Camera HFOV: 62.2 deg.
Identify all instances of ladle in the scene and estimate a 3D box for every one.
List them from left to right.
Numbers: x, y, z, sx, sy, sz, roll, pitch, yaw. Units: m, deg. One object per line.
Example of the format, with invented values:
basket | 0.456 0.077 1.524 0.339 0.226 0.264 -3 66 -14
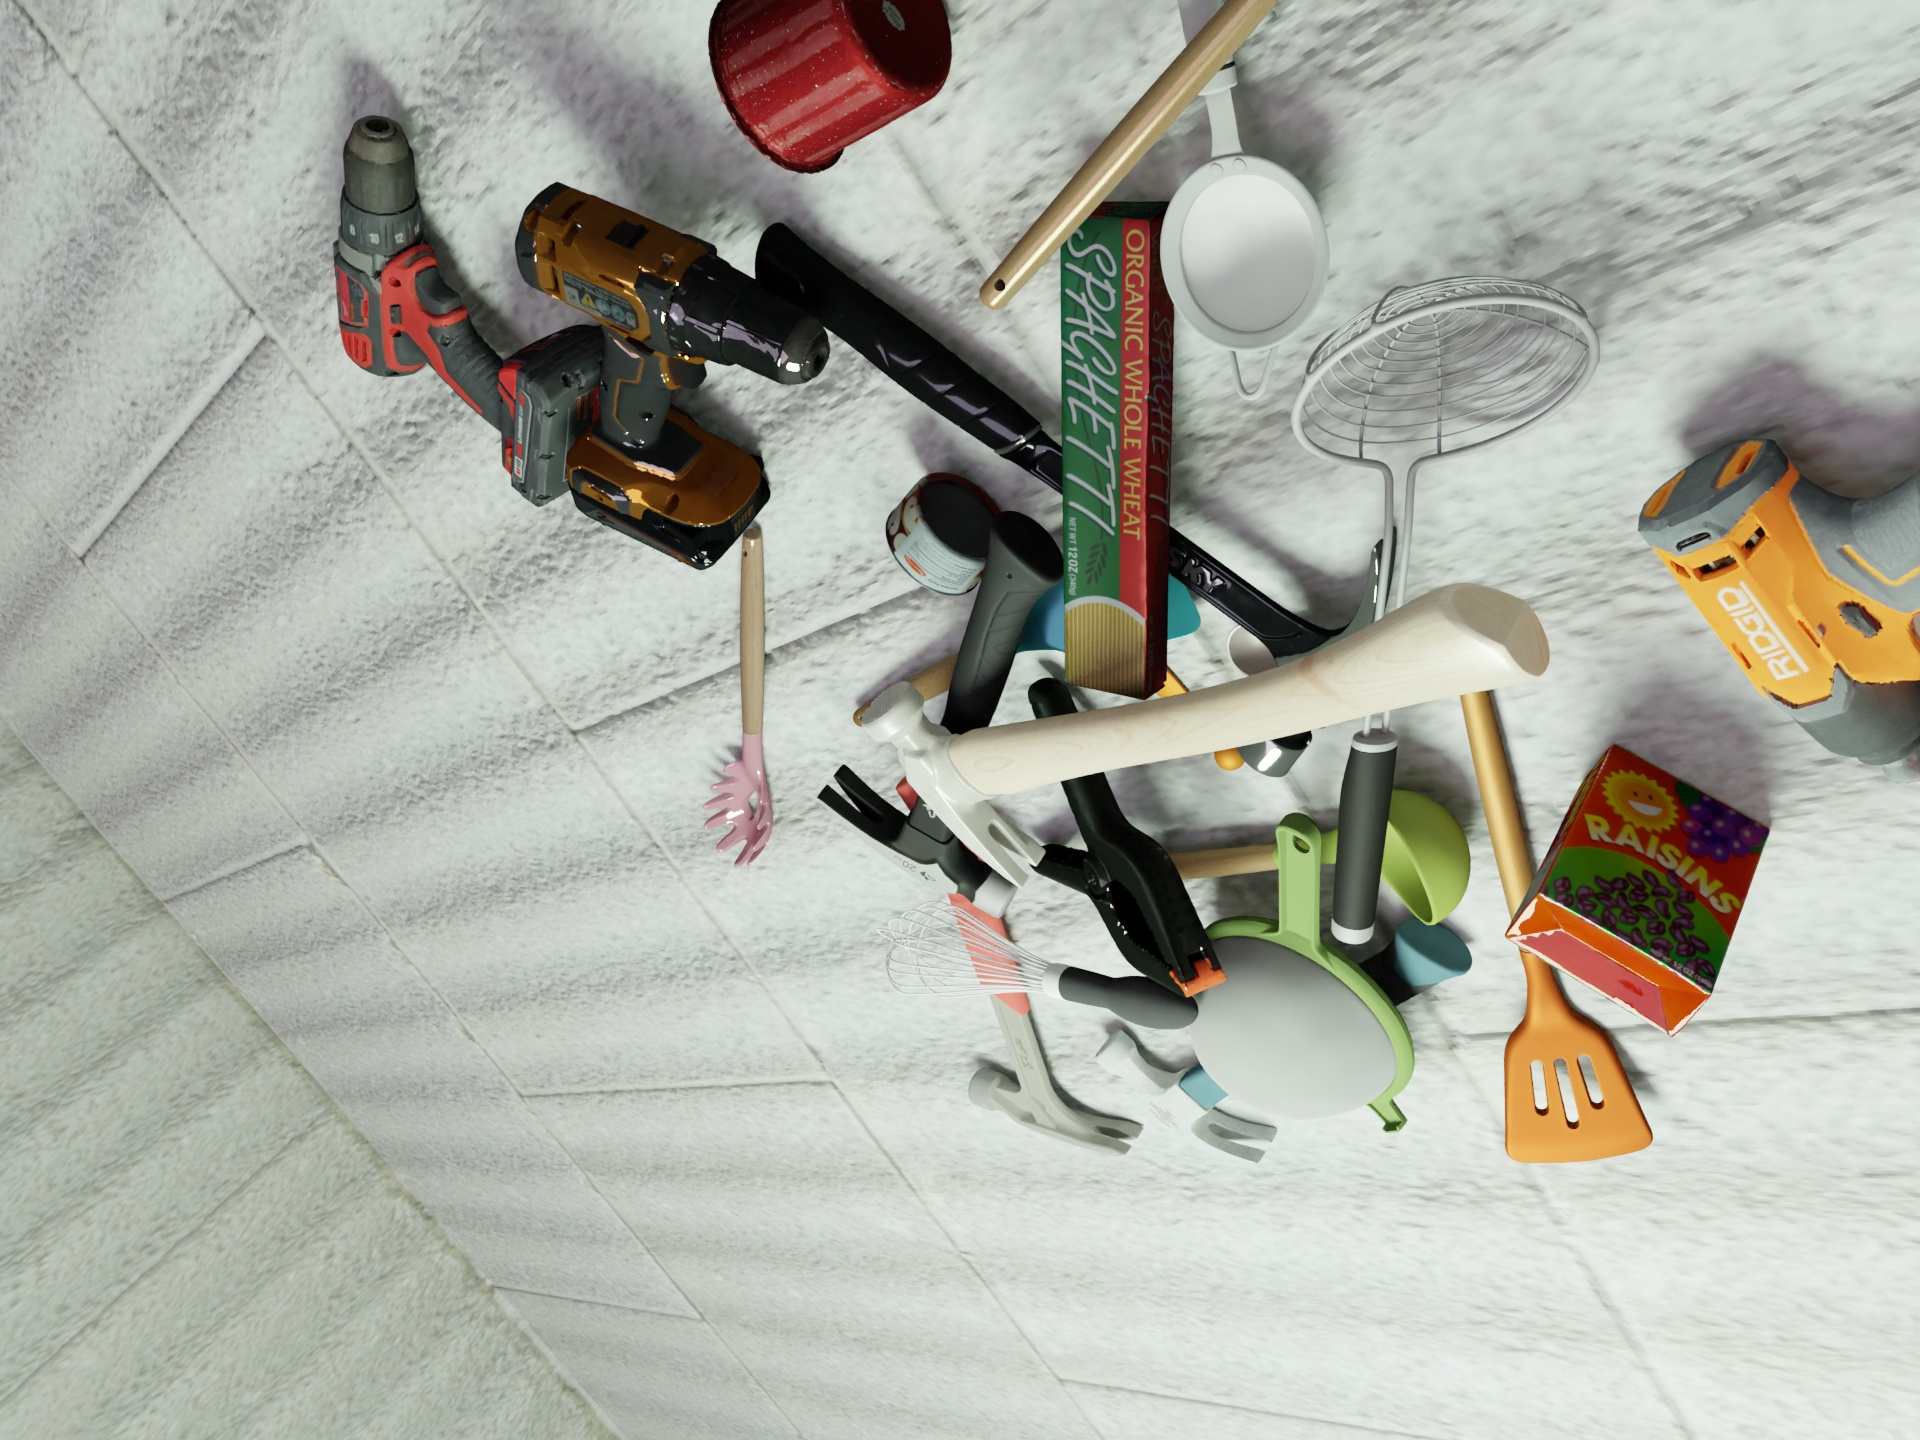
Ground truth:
ladle | 0.165 0.090 0.960 0.320 0.062 0.078 -13 107 50

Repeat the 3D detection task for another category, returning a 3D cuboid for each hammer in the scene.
hammer | -0.002 -0.003 0.963 0.146 0.035 0.334 29 143 9
hammer | 0.031 0.178 1.173 0.149 0.037 0.358 9 131 36
hammer | 0.048 -0.143 0.854 0.409 0.036 0.149 38 130 11
hammer | 0.112 0.009 0.802 0.146 0.038 0.411 49 146 -19
hammer | 0.212 0.207 1.042 0.128 0.033 0.331 43 142 3

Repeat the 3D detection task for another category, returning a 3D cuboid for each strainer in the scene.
strainer | 0.114 -0.270 0.688 0.087 0.050 0.258 7 123 41
strainer | 0.183 0.157 0.920 0.152 0.069 0.256 24 145 31

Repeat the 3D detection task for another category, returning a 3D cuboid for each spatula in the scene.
spatula | 0.019 -0.041 0.993 0.082 0.044 0.317 58 146 -6
spatula | 0.307 0.108 0.862 0.081 0.041 0.322 -12 117 20

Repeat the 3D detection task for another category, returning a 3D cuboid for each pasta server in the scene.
pasta server | -0.158 -0.010 1.167 0.060 0.040 0.316 37 141 26

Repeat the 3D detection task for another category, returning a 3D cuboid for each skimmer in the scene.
skimmer | 0.208 -0.029 0.741 0.127 0.090 0.363 -4 119 -4

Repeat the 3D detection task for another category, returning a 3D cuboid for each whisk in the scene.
whisk | 0.043 0.166 1.041 0.285 0.070 0.070 5 128 49

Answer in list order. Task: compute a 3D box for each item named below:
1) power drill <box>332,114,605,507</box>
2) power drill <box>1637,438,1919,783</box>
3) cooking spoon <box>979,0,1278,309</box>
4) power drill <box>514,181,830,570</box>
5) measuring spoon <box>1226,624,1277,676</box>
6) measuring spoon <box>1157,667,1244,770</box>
power drill | -0.326 -0.269 1.050 0.227 0.080 0.187 37 141 13
power drill | 0.398 -0.061 0.599 0.164 0.084 0.226 50 146 -9
cooking spoon | 0.107 -0.280 0.651 0.069 0.017 0.319 48 128 -1
power drill | -0.161 -0.191 0.942 0.185 0.084 0.226 26 148 13
measuring spoon | 0.201 -0.041 0.844 0.124 0.018 0.034 0 116 33
measuring spoon | 0.124 -0.013 0.935 0.117 0.011 0.021 47 142 -3
